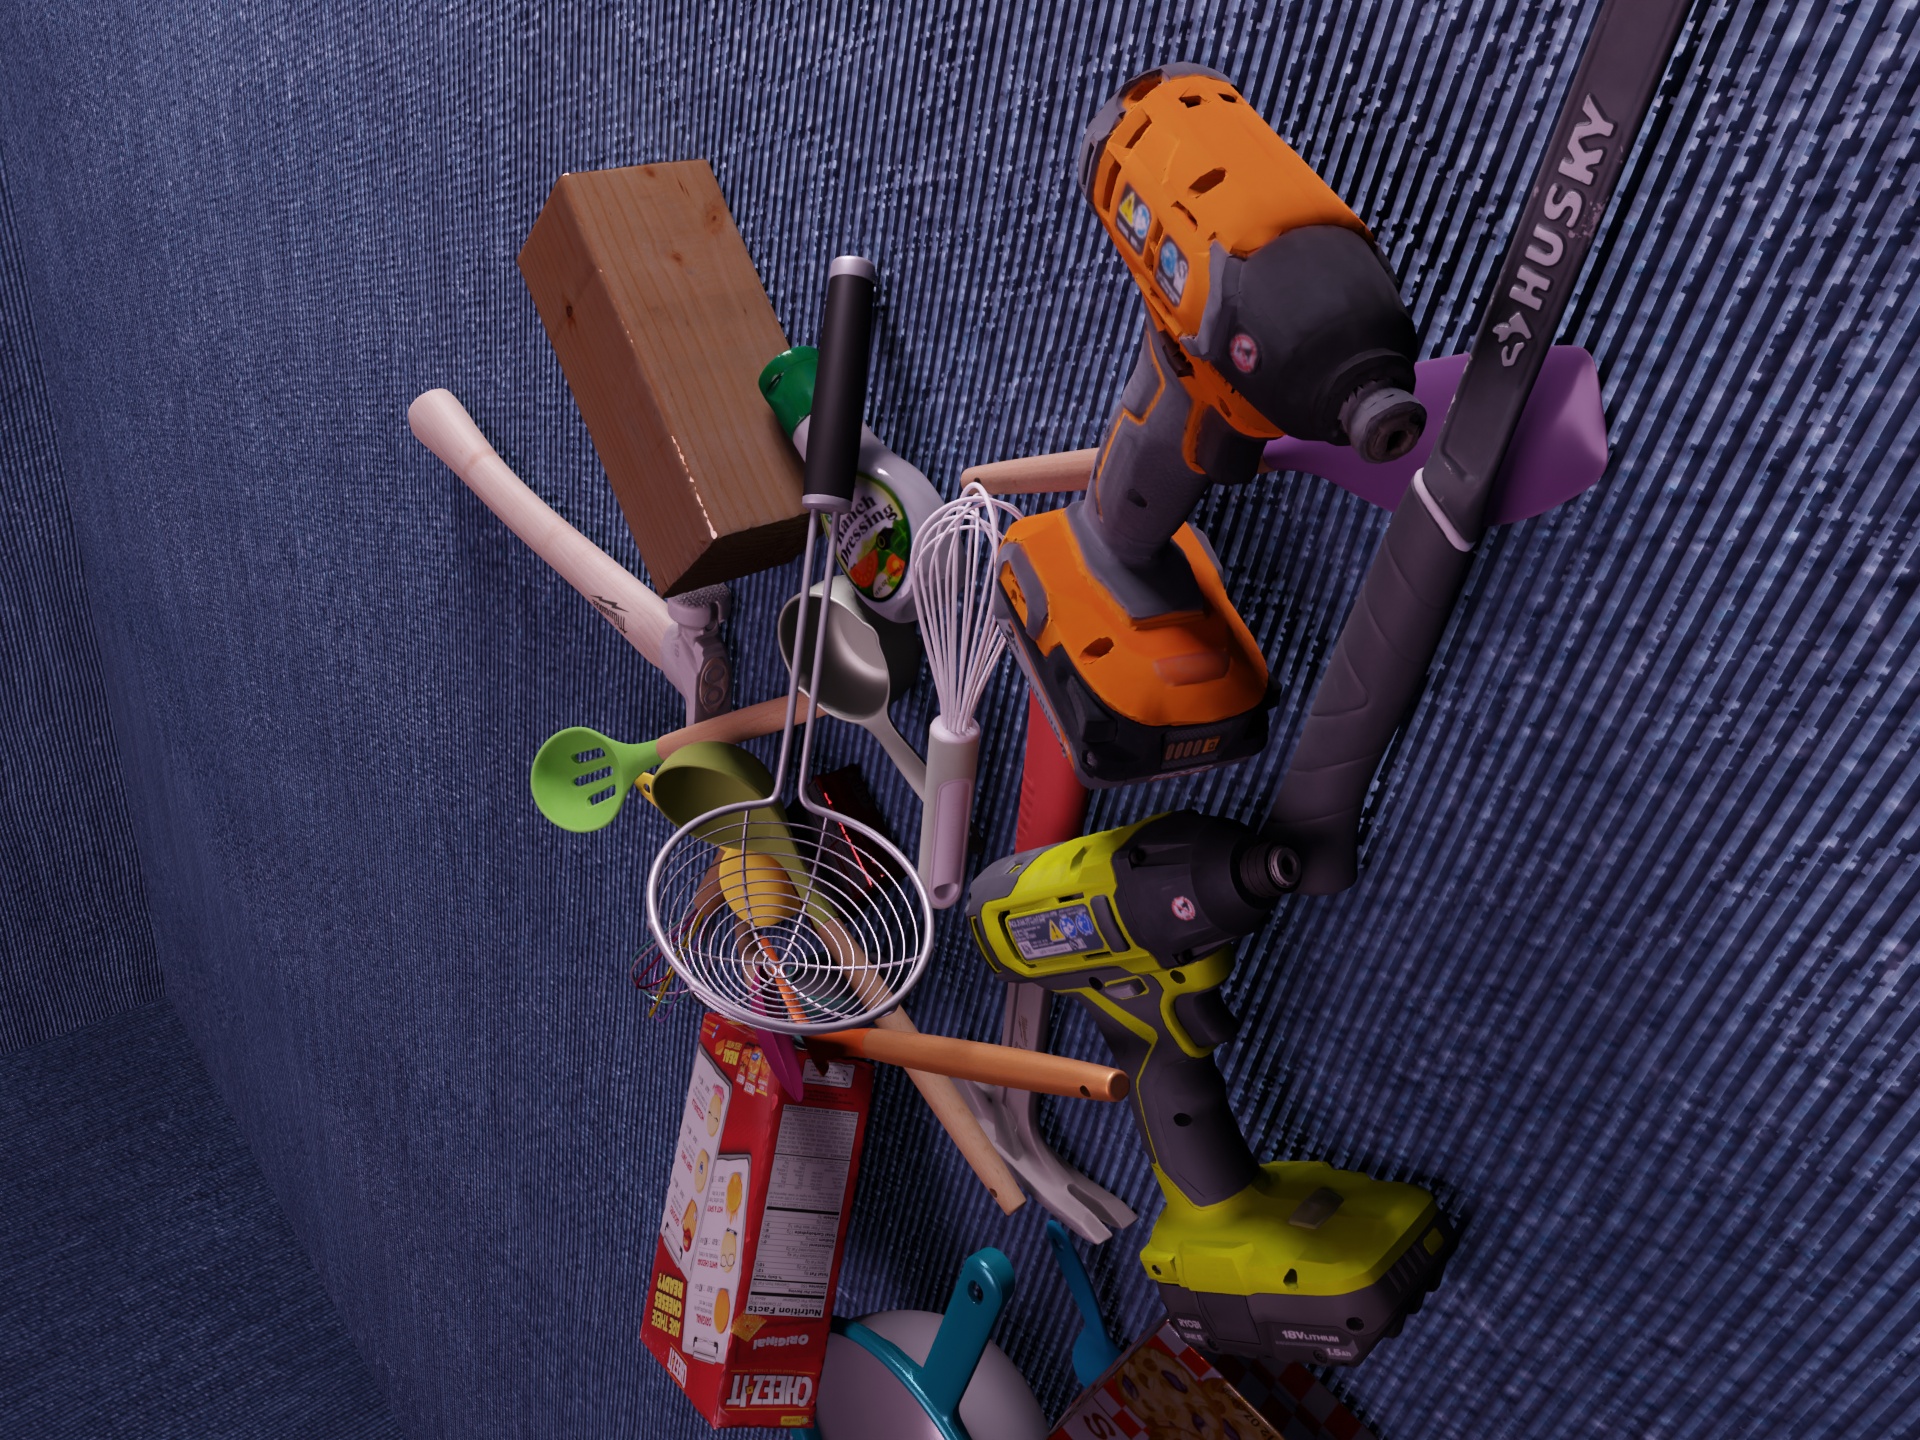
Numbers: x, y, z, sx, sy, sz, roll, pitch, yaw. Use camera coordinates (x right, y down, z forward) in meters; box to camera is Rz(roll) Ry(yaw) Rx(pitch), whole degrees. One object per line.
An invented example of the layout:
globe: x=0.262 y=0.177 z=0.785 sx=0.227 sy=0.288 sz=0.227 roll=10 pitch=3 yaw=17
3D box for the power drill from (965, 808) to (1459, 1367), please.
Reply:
power drill: x=0.108 y=0.148 z=0.664 sx=0.171 sy=0.080 sz=0.223 roll=-21 pitch=97 yaw=51

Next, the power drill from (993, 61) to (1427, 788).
power drill: x=0.081 y=-0.080 z=0.543 sx=0.226 sy=0.084 sz=0.164 roll=101 pitch=152 yaw=-46

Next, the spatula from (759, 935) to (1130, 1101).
spatula: x=-0.022 y=0.153 z=0.767 sx=0.323 sy=0.041 sz=0.081 roll=-7 pitch=110 yaw=55

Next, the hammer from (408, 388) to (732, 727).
hammer: x=-0.283 y=-0.117 z=1.110 sx=0.411 sy=0.038 sz=0.146 roll=40 pitch=136 yaw=36

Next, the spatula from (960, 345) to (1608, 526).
spatula: x=0.104 y=-0.102 z=0.624 sx=0.316 sy=0.018 sz=0.059 roll=6 pitch=114 yaw=51

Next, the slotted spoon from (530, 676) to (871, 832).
slotted spoon: x=-0.164 y=0.015 z=0.976 sx=0.314 sy=0.031 sz=0.070 roll=-16 pitch=91 yaw=41

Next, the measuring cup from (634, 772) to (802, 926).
measuring cup: x=-0.162 y=0.077 z=1.005 sx=0.157 sy=0.029 sz=0.062 roll=31 pitch=126 yaw=27

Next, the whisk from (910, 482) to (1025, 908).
whisk: x=-0.001 y=-0.002 z=0.774 sx=0.059 sy=0.057 sz=0.246 roll=-118 pitch=27 yaw=-50

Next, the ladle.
ladle: x=-0.069 y=0.140 z=0.882 sx=0.320 sy=0.062 sz=0.078 roll=53 pitch=146 yaw=19

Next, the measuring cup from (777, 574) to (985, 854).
measuring cup: x=-0.030 y=-0.004 z=0.841 sx=0.167 sy=0.038 sz=0.083 roll=54 pitch=139 yaw=-7

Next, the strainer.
strainer: x=0.006 y=0.392 z=0.926 sx=0.211 sy=0.095 sz=0.340 roll=44 pitch=135 yaw=31

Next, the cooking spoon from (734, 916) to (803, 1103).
cooking spoon: x=-0.116 y=0.150 z=0.915 sx=0.319 sy=0.017 sz=0.068 roll=-155 pitch=45 yaw=-78

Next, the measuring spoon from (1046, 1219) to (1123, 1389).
measuring spoon: x=0.062 y=0.321 z=0.855 sx=0.042 sy=0.021 sz=0.128 roll=13 pitch=130 yaw=49

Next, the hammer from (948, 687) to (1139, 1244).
hammer: x=0.046 y=0.088 z=0.776 sx=0.149 sy=0.036 sz=0.358 roll=34 pitch=132 yaw=39

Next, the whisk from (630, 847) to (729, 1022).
whisk: x=-0.180 y=0.133 z=1.094 sx=0.051 sy=0.047 sz=0.244 roll=45 pitch=135 yaw=12

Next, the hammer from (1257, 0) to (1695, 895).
hammer: x=0.160 y=-0.088 z=0.520 sx=0.149 sy=0.036 sz=0.408 roll=38 pitch=138 yaw=27

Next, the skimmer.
skimmer: x=-0.061 y=-0.045 z=0.715 sx=0.090 sy=0.127 sz=0.363 roll=156 pitch=121 yaw=-74
